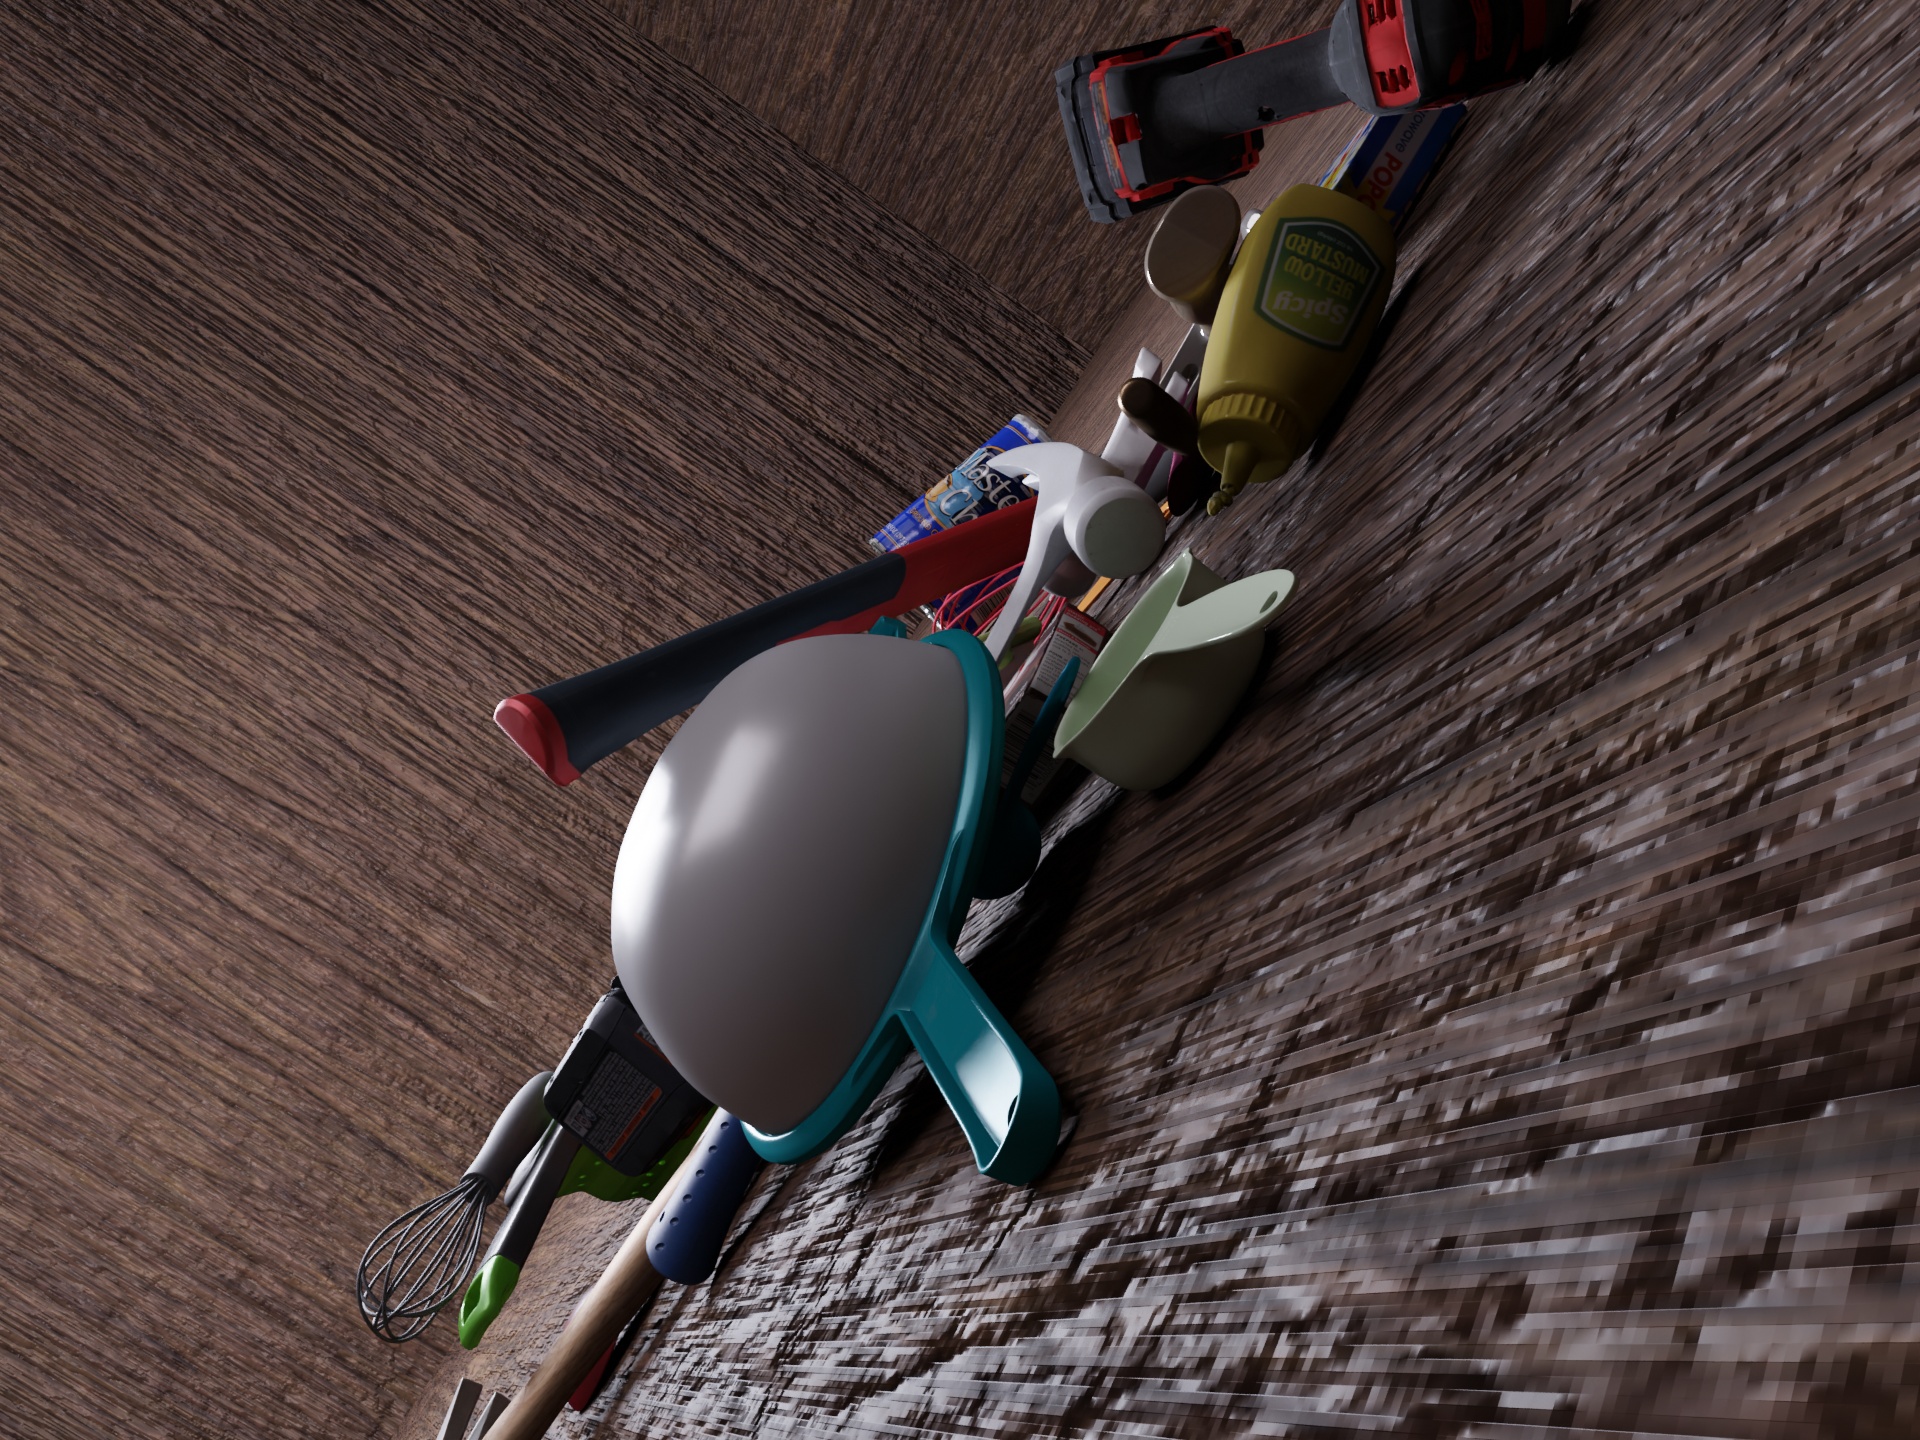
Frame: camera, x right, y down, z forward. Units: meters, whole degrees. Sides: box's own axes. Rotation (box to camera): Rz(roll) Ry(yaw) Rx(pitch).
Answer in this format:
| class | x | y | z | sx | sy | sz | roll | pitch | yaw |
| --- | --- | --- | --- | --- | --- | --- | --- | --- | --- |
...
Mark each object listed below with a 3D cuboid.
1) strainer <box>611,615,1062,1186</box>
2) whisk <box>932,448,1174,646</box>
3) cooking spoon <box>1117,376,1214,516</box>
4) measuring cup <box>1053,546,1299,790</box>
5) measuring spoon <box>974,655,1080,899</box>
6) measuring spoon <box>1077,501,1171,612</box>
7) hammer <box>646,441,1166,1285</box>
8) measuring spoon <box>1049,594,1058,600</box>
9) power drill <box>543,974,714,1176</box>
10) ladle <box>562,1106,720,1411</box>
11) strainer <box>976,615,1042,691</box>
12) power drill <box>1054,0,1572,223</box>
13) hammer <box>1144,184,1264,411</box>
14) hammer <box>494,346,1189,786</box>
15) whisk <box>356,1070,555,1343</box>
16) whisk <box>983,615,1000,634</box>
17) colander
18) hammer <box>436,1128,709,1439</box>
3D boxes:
| class | x | y | z | sx | sy | sz | roll | pitch | yaw |
| --- | --- | --- | --- | --- | --- | --- | --- | --- | --- |
| strainer | -0.057 | 0.060 | 0.532 | 0.211 | 0.095 | 0.340 | -66 | 17 | 4 |
| whisk | 0.066 | -0.102 | 0.987 | 0.295 | 0.073 | 0.073 | -41 | 15 | 48 |
| cooking spoon | 0.096 | -0.123 | 0.687 | 0.319 | 0.017 | 0.068 | -22 | -51 | -75 |
| measuring cup | 0.075 | -0.016 | 0.470 | 0.083 | 0.038 | 0.167 | -57 | 7 | -10 |
| measuring spoon | 0.030 | 0.025 | 0.584 | 0.042 | 0.021 | 0.128 | -49 | -14 | -42 |
| measuring spoon | 0.090 | -0.082 | 0.899 | 0.117 | 0.011 | 0.021 | -50 | 15 | 21 |
| hammer | -0.038 | 0.067 | 0.677 | 0.405 | 0.035 | 0.144 | -62 | 19 | 15 |
| measuring spoon | 0.083 | -0.117 | 1.107 | 0.034 | 0.018 | 0.124 | -59 | 5 | -32 |
| power drill | -0.126 | 0.135 | 0.908 | 0.226 | 0.084 | 0.164 | -50 | -2 | -46 |
| ladle | -0.137 | 0.237 | 0.905 | 0.315 | 0.031 | 0.069 | -57 | 11 | -29 |
| strainer | -0.001 | -0.003 | 0.852 | 0.151 | 0.069 | 0.256 | -24 | 3 | -12 |
| power drill | 0.164 | -0.298 | 0.731 | 0.143 | 0.078 | 0.220 | -30 | 22 | -37 |
| hammer | 0.129 | -0.221 | 0.853 | 0.146 | 0.038 | 0.410 | -61 | -5 | 16 |
| hammer | -0.034 | -0.068 | 0.711 | 0.386 | 0.038 | 0.143 | -28 | -27 | -44 |
| whisk | -0.275 | 0.262 | 0.900 | 0.055 | 0.055 | 0.239 | -54 | 4 | 18 |
| whisk | 0.017 | -0.059 | 1.188 | 0.284 | 0.070 | 0.070 | -52 | 4 | -13 |
| colander | -0.210 | 0.272 | 0.984 | 0.204 | 0.094 | 0.397 | -55 | 8 | 12 |
| hammer | -0.160 | 0.270 | 0.778 | 0.331 | 0.031 | 0.130 | -53 | 20 | -7 |
